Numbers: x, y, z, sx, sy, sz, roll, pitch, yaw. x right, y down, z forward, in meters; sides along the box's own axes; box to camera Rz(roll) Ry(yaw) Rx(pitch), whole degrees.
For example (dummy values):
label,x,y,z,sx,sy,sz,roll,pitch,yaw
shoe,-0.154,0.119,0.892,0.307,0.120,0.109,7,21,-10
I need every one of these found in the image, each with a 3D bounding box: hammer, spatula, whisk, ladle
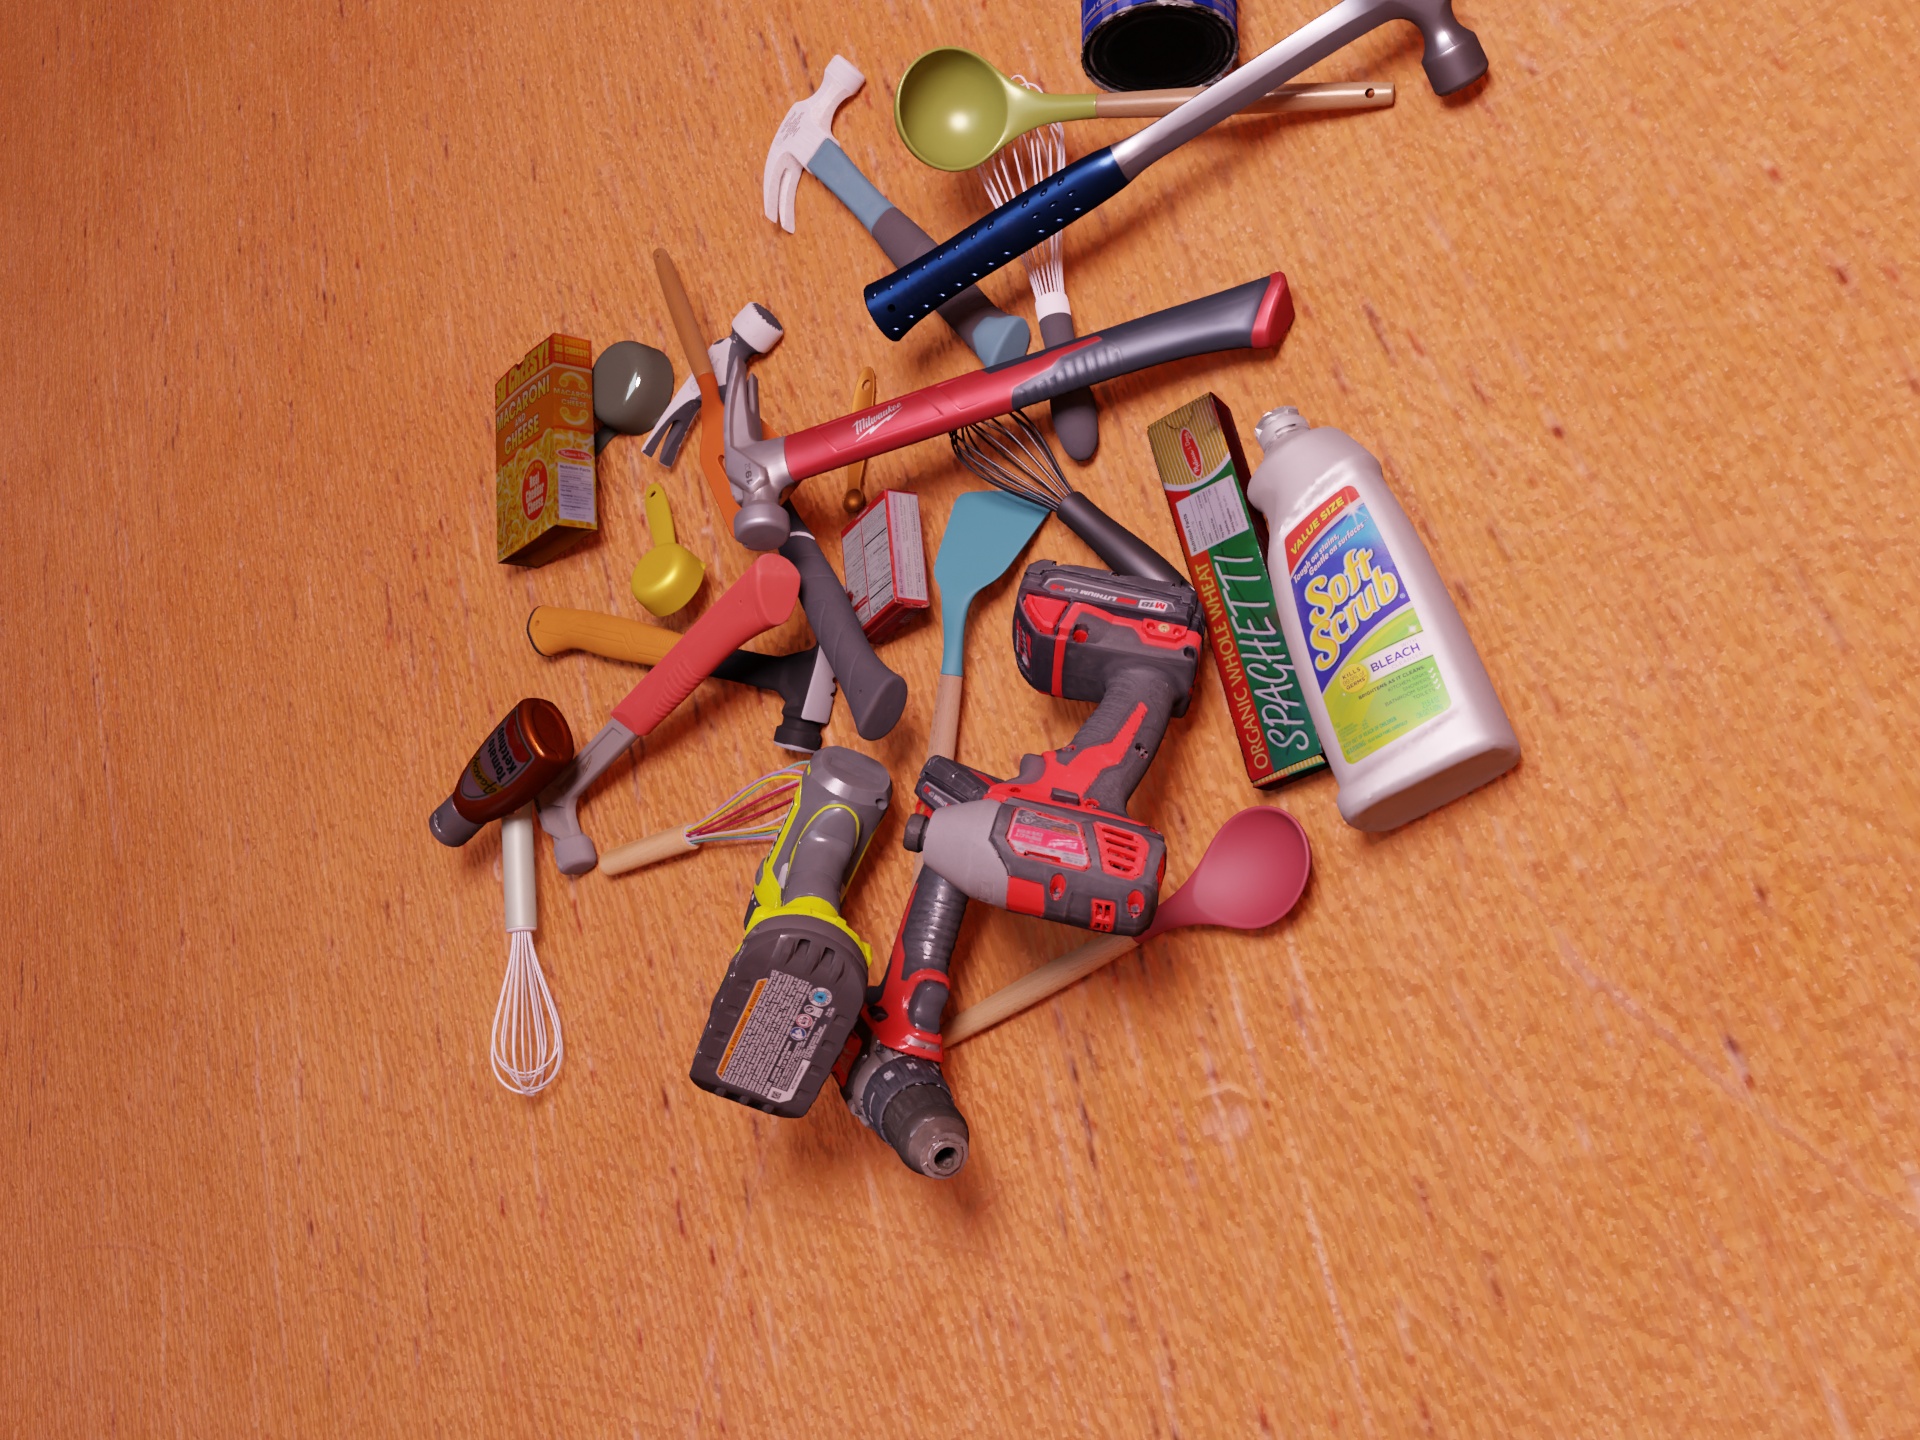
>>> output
label,x,y,z,sx,sy,sz,roll,pitch,yaw
hammer,-0.048,-0.364,1.183,0.128,0.033,0.331,-48,57,17
spatula,-0.002,-0.003,1.080,0.082,0.044,0.317,8,90,35
spatula,-0.194,-0.271,1.225,0.081,0.041,0.323,-41,47,20
whisk,0.057,-0.308,1.084,0.070,0.070,0.285,-18,75,32
hammer,0.107,-0.359,0.994,0.405,0.035,0.144,-25,111,26
whisk,-0.350,0.175,1.271,0.058,0.059,0.246,-8,76,7
whisk,-0.188,0.078,1.186,0.245,0.047,0.051,-19,70,35
hammer,-0.233,-0.024,1.191,0.359,0.036,0.149,-39,63,40
hammer,-0.225,-0.063,1.248,0.337,0.034,0.127,11,88,37
ladle,0.110,-0.393,1.012,0.320,0.062,0.078,5,107,19
hammer,0.022,-0.228,1.038,0.386,0.038,0.143,-15,64,17
hammer,-0.130,-0.139,1.155,0.149,0.036,0.409,-43,50,18
whisk,0.073,-0.139,1.038,0.239,0.055,0.055,45,107,27
ladle,0.087,0.143,0.980,0.315,0.031,0.069,-34,58,28

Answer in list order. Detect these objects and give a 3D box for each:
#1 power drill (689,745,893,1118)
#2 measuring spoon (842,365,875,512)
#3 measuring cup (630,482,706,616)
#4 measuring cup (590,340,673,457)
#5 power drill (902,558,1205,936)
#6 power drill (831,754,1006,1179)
label,x,y,z,sx,sy,sz,roll,pitch,yaw
power drill,-0.110,0.145,1.024,0.229,0.080,0.190,-87,21,-64
measuring spoon,-0.073,-0.209,1.184,0.021,0.011,0.117,-5,74,36
measuring cup,-0.241,-0.145,1.258,0.062,0.029,0.157,-33,47,14
measuring cup,-0.310,-0.252,1.348,0.167,0.038,0.083,-42,59,22
power drill,0.059,0.015,0.911,0.143,0.078,0.220,11,52,10
power drill,-0.008,0.152,0.974,0.226,0.080,0.188,-66,23,5
